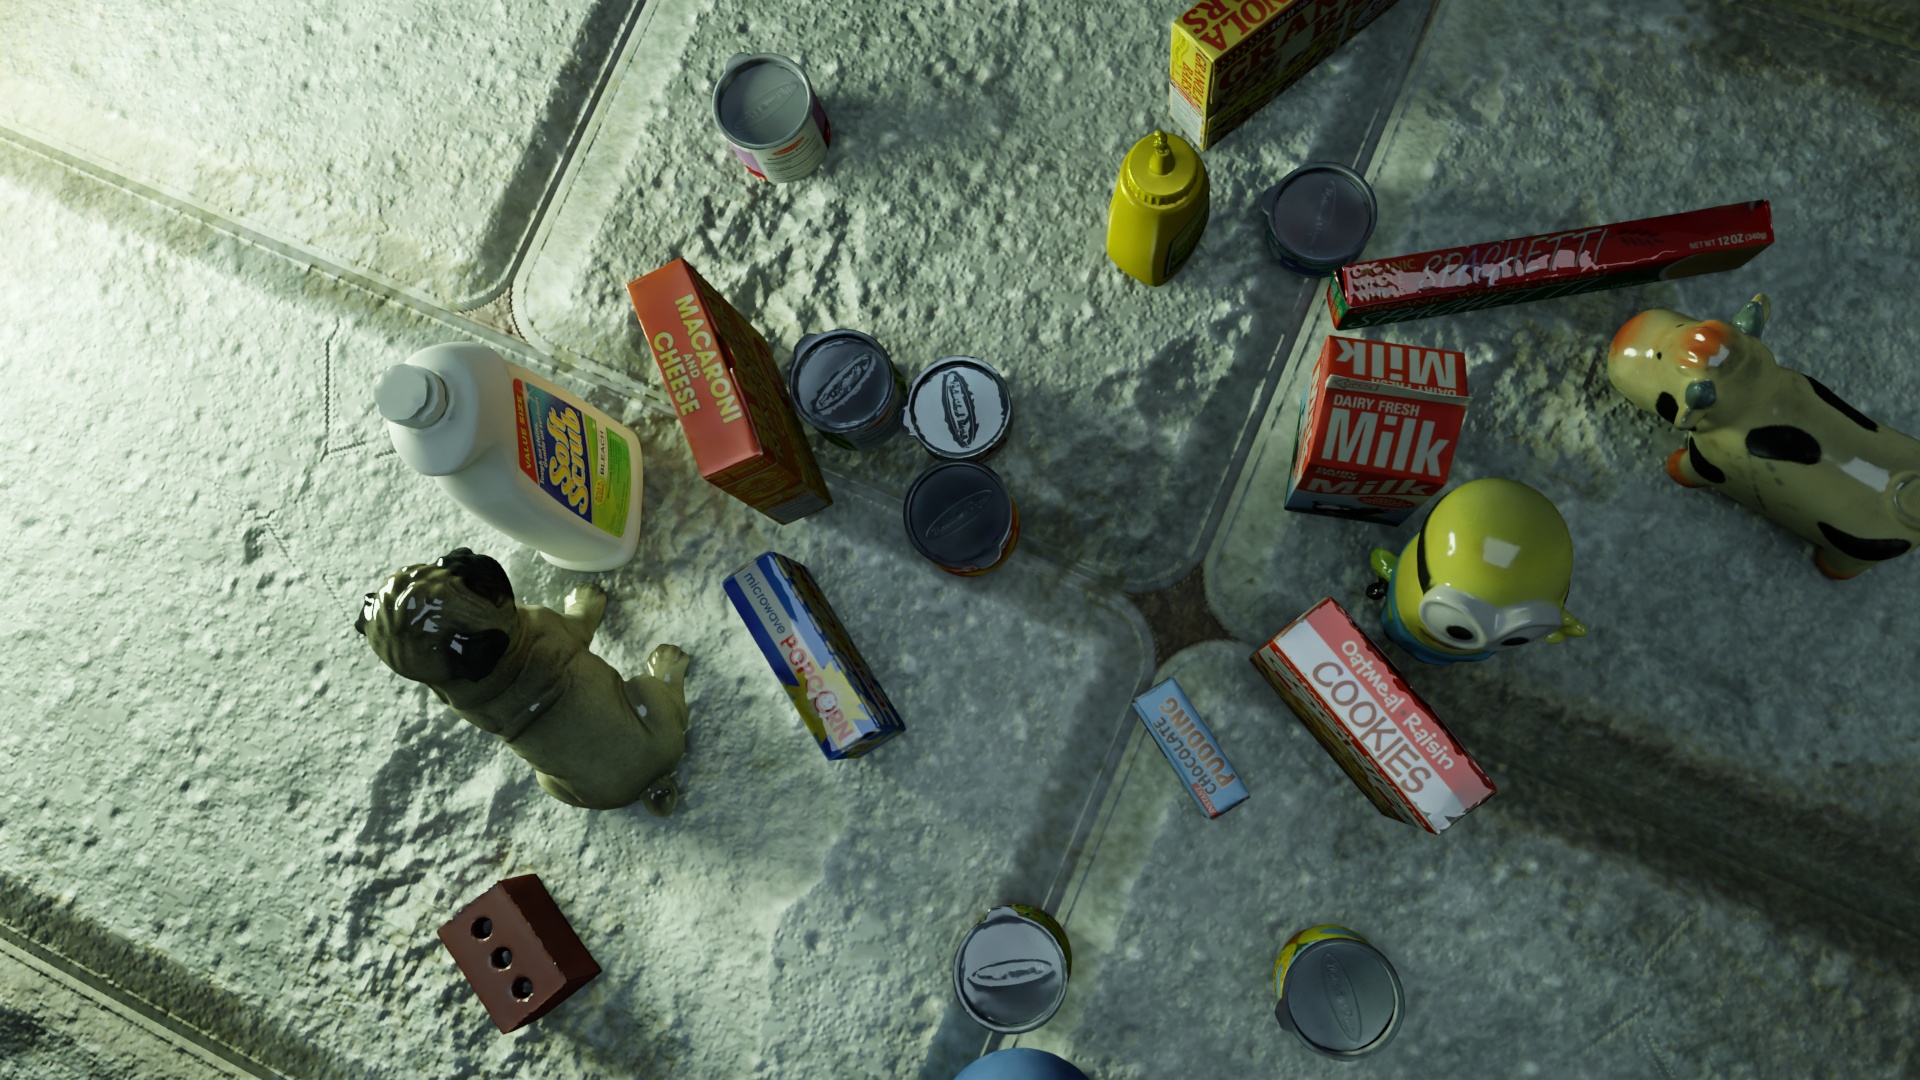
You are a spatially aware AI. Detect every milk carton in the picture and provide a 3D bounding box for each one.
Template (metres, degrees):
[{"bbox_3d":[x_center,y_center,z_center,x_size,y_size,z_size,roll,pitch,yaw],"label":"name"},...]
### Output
[{"bbox_3d":[0.227,-0.061,0.768,0.072,0.190,0.073,9,83,9],"label":"milk carton"}]

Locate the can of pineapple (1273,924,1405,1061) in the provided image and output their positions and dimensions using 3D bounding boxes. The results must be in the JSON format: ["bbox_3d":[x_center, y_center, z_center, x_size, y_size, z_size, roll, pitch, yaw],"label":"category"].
[{"bbox_3d":[0.211,0.255,0.789,0.071,0.058,0.071,-1,82,7],"label":"can of pineapple"}]

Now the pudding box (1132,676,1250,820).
[{"bbox_3d":[0.135,0.123,0.823,0.030,0.049,0.084,-33,79,2],"label":"pudding box"}]

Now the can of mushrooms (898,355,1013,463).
[{"bbox_3d":[-0.002,-0.081,0.879,0.071,0.033,0.071,-1,81,7],"label":"can of mushrooms"}]

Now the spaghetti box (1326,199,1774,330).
[{"bbox_3d":[0.350,-0.165,0.839,0.250,0.050,0.029,-8,81,6],"label":"spaghetti box"}]

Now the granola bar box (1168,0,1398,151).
[{"bbox_3d":[0.204,-0.322,0.844,0.165,0.124,0.039,-38,79,1],"label":"granola bar box"}]

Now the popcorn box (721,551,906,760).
[{"bbox_3d":[-0.087,0.071,0.841,0.038,0.085,0.127,-33,79,2],"label":"popcorn box"}]

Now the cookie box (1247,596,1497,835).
[{"bbox_3d":[0.218,0.095,0.757,0.040,0.167,0.123,-40,79,1],"label":"cookie box"}]

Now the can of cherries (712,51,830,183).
[{"bbox_3d":[-0.124,-0.278,0.912,0.071,0.058,0.071,-1,82,7],"label":"can of cherries"}]

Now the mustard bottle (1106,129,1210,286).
[{"bbox_3d":[0.117,-0.200,0.818,0.049,0.160,0.065,35,88,11],"label":"mustard bottle"}]

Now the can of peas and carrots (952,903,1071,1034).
[{"bbox_3d":[0.031,0.246,0.813,0.071,0.058,0.071,-1,82,7],"label":"can of peas and carrots"}]

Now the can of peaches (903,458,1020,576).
[{"bbox_3d":[0.003,-0.011,0.856,0.071,0.058,0.071,-1,82,7],"label":"can of peaches"}]

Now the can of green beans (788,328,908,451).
[{"bbox_3d":[-0.069,-0.094,0.878,0.071,0.058,0.071,-1,82,7],"label":"can of green beans"}]

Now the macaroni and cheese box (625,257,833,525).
[{"bbox_3d":[-0.132,-0.083,0.829,0.040,0.166,0.124,-24,80,3],"label":"macaroni and cheese box"}]

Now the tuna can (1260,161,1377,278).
[{"bbox_3d":[0.222,-0.200,0.870,0.071,0.033,0.071,-1,81,7],"label":"tuna can"}]
